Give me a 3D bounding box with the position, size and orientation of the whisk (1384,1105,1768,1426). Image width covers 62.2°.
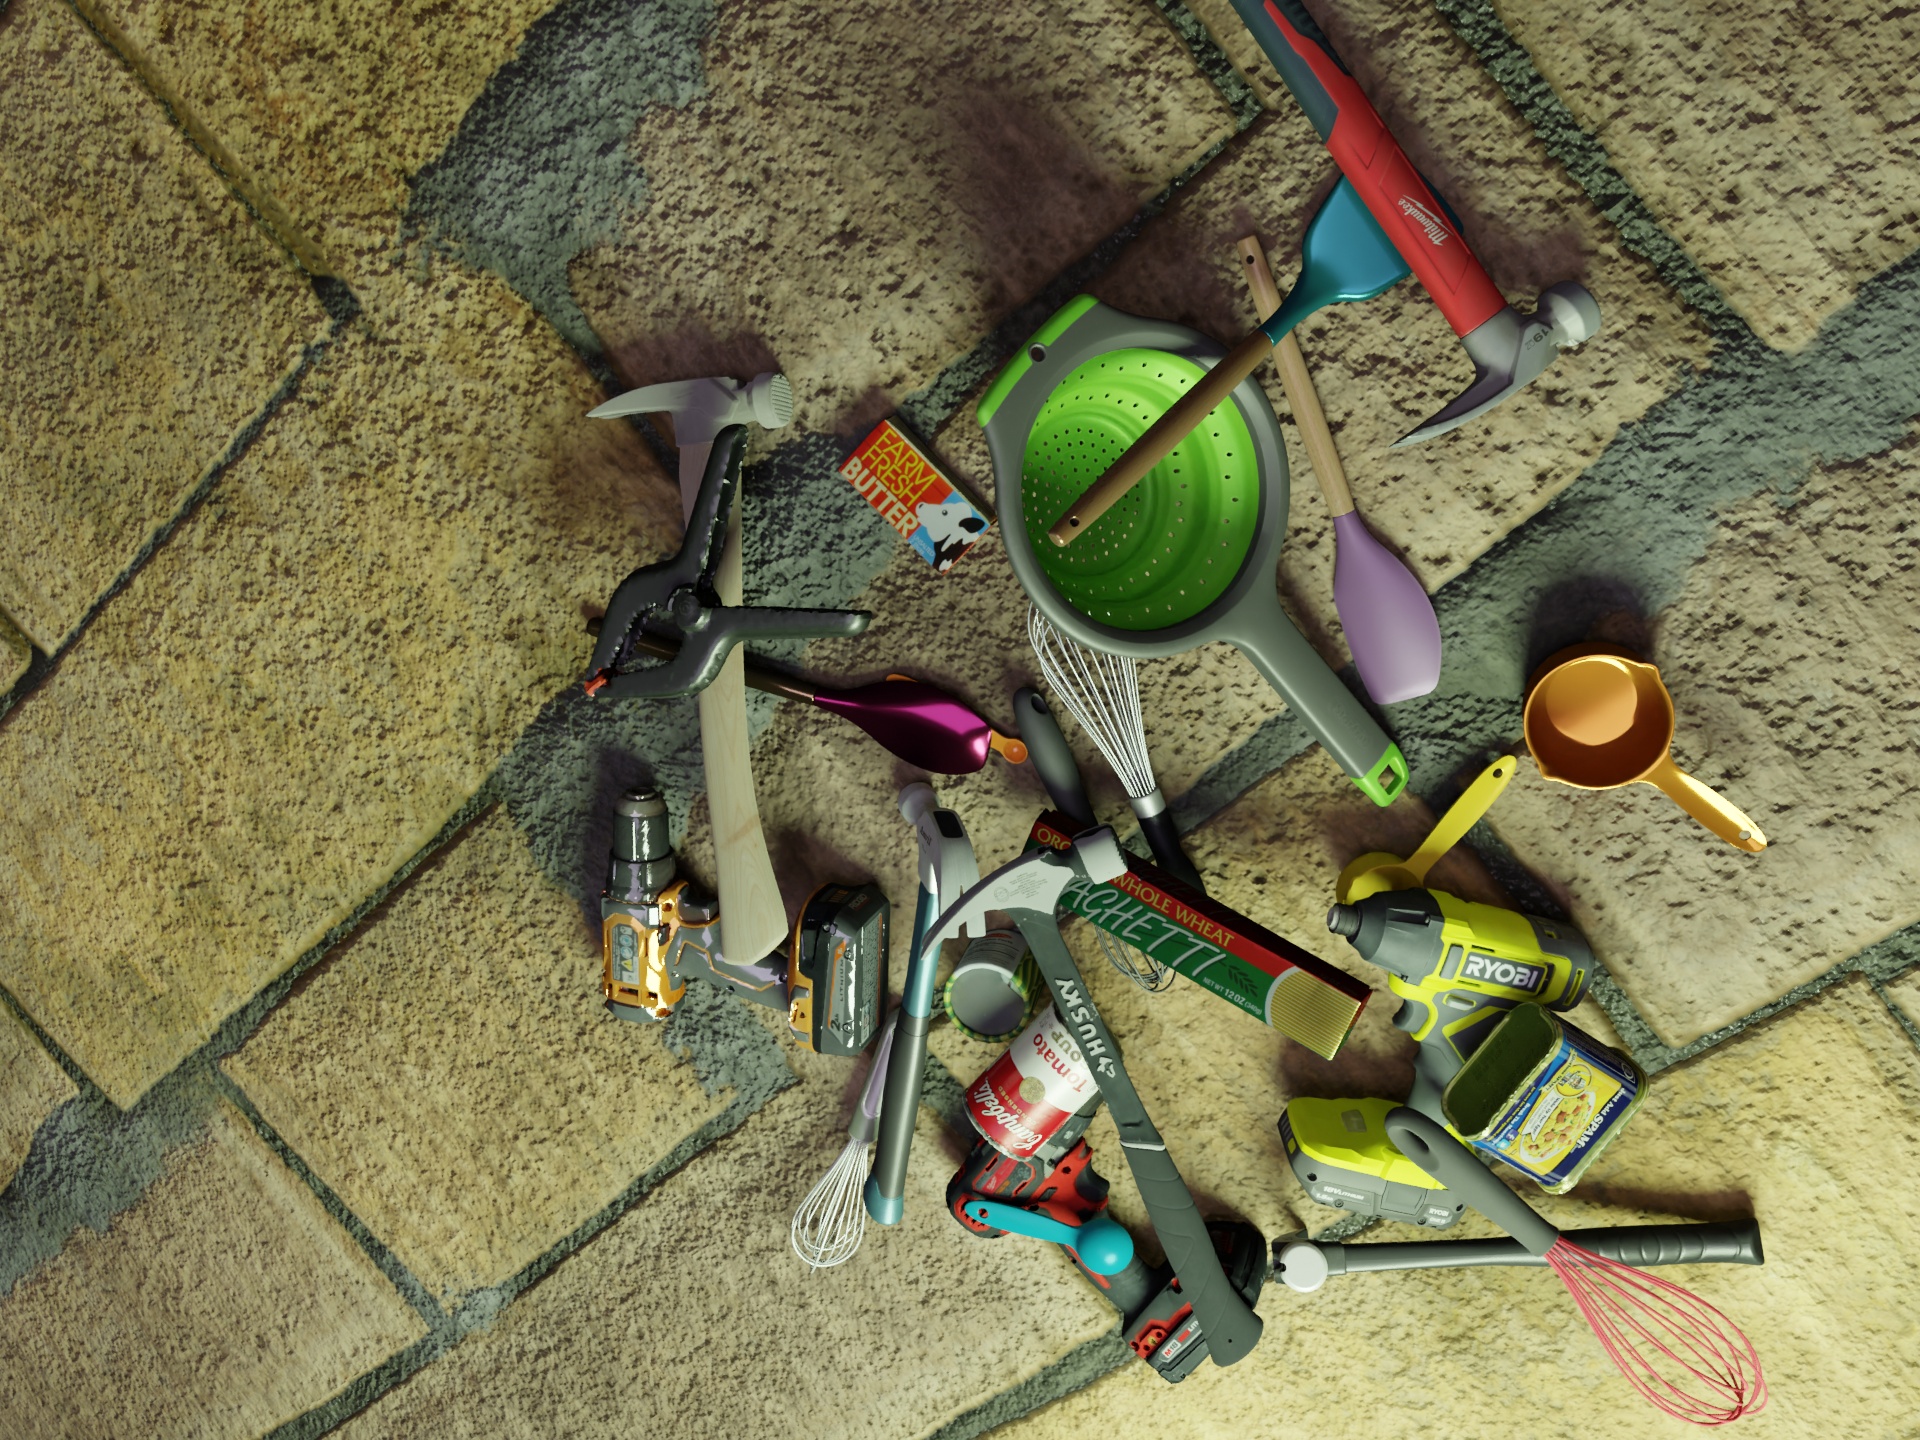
[{"bbox_3d":[0.393,0.350,1.027,0.296,0.073,0.073,39,114,4],"label":"whisk"}]

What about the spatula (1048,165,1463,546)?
[{"bbox_3d":[0.166,-0.215,0.944,0.082,0.044,0.317,46,78,-3],"label":"spatula"}]

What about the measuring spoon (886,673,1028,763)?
[{"bbox_3d":[-0.002,-0.004,1.141,0.117,0.011,0.021,30,122,9],"label":"measuring spoon"}]

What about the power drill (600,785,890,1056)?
[{"bbox_3d":[-0.170,0.151,1.205,0.226,0.084,0.185,8,108,18],"label":"power drill"}]

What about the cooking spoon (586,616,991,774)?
[{"bbox_3d":[-0.129,-0.025,1.163,0.319,0.017,0.068,17,120,11],"label":"cooking spoon"}]

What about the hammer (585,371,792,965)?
[{"bbox_3d":[-0.177,-0.032,1.123,0.146,0.038,0.410,-2,95,18],"label":"hammer"}]

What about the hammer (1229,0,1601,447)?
[{"bbox_3d":[0.209,-0.347,0.927,0.143,0.038,0.386,-36,92,-6],"label":"hammer"}]

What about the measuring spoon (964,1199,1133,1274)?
[{"bbox_3d":[0.062,0.377,1.163,0.128,0.021,0.042,11,104,15],"label":"measuring spoon"}]

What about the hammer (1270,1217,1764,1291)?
[{"bbox_3d":[0.385,0.369,1.108,0.335,0.146,0.035,-5,75,6],"label":"hammer"}]

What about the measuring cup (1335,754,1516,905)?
[{"bbox_3d":[0.313,0.079,1.069,0.062,0.029,0.156,34,104,-20],"label":"measuring cup"}]

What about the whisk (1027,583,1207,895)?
[{"bbox_3d":[0.118,0.027,1.094,0.070,0.070,0.284,-18,107,21],"label":"whisk"}]

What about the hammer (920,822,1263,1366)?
[{"bbox_3d":[0.111,0.272,1.080,0.149,0.036,0.408,-23,105,8],"label":"hammer"}]

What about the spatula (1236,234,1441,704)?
[{"bbox_3d":[0.238,-0.157,1.015,0.060,0.018,0.315,-17,103,27],"label":"spatula"}]

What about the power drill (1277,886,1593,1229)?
[{"bbox_3d":[0.305,0.222,1.077,0.171,0.080,0.223,13,110,-5],"label":"power drill"}]

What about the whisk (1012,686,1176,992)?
[{"bbox_3d":[0.094,0.084,1.124,0.055,0.055,0.239,-23,95,21],"label":"whisk"}]

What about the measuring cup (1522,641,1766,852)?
[{"bbox_3d":[0.432,0.020,1.001,0.173,0.052,0.095,38,114,-1],"label":"measuring cup"}]

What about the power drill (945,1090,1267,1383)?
[{"bbox_3d":[0.121,0.360,1.191,0.227,0.080,0.188,38,110,5],"label":"power drill"}]

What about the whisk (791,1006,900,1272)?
[{"bbox_3d":[-0.080,0.332,1.254,0.058,0.059,0.246,19,107,-2],"label":"whisk"}]

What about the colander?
[{"bbox_3d":[0.150,-0.088,1.025,0.396,0.094,0.204,46,77,-21],"label":"colander"}]

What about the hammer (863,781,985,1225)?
[{"bbox_3d":[-0.035,0.221,1.162,0.033,0.128,0.331,1,112,-21],"label":"hammer"}]
